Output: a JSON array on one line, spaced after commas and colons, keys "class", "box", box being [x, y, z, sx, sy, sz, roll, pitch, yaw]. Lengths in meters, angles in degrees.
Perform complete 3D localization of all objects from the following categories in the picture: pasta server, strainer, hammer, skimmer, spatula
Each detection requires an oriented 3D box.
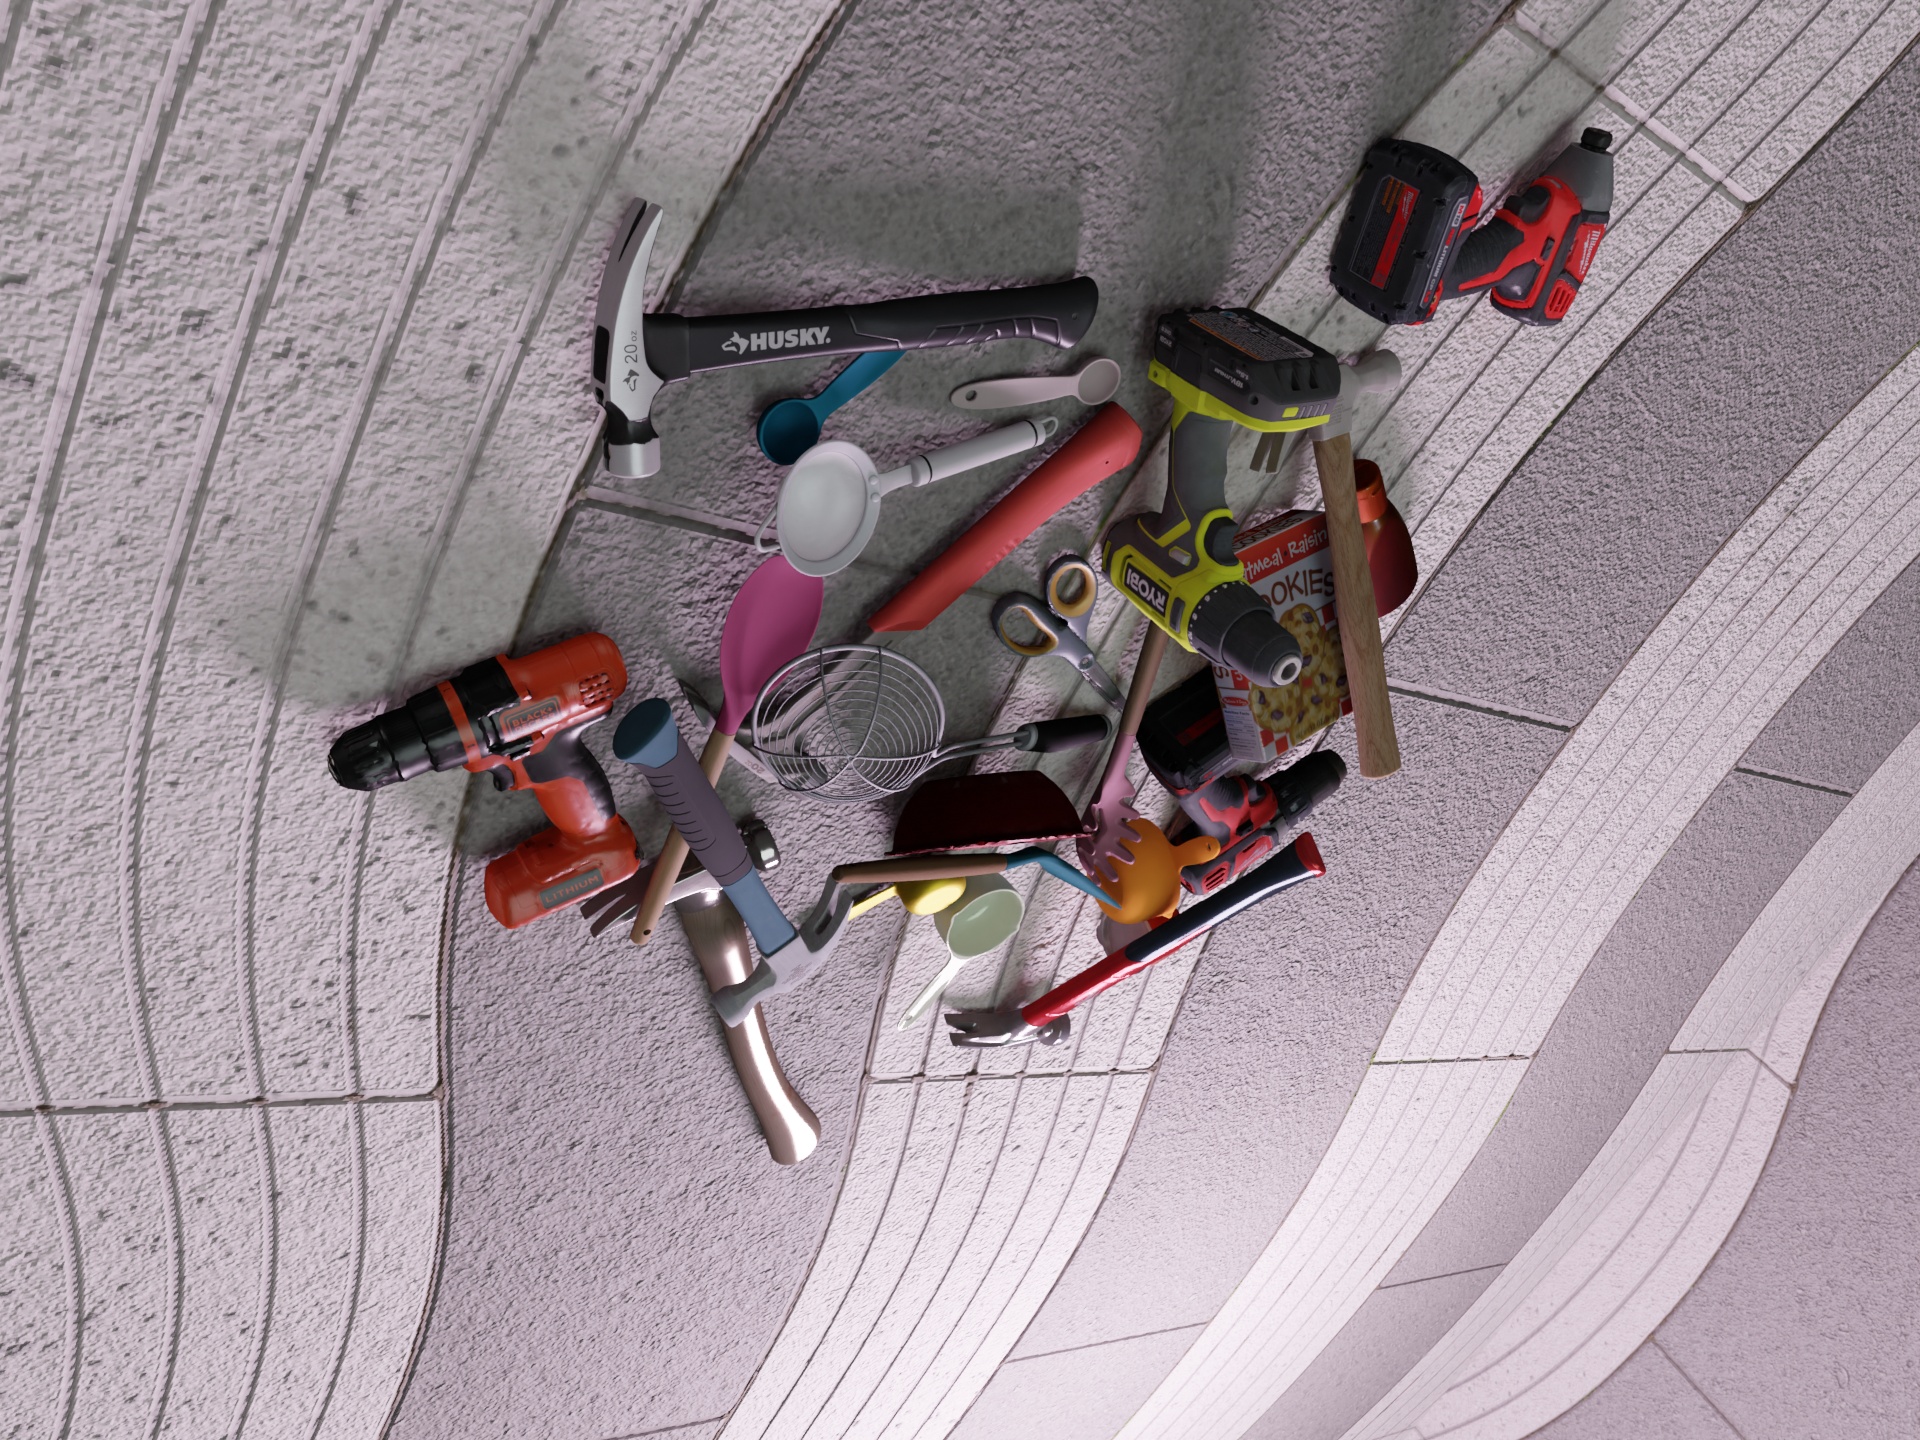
[{"class": "pasta server", "box": [0.147, -0.012, 1.271, 0.060, 0.040, 0.316, -9, 123, -43]}, {"class": "strainer", "box": [-0.035, -0.158, 1.024, 0.258, 0.050, 0.086, -24, 126, -31]}, {"class": "hammer", "box": [0.151, 0.197, 1.371, 0.143, 0.038, 0.386, 8, 144, -42]}, {"class": "hammer", "box": [0.302, -0.109, 1.232, 0.130, 0.031, 0.331, -21, 110, -21]}, {"class": "hammer", "box": [-0.184, 0.248, 1.285, 0.146, 0.038, 0.410, -24, 137, -15]}, {"class": "skimmer", "box": [-0.002, -0.004, 1.160, 0.127, 0.090, 0.363, -53, 157, 25]}, {"class": "spatula", "box": [0.013, 0.124, 1.259, 0.317, 0.082, 0.044, 3, 107, -49]}, {"class": "hammer", "box": [-0.056, -0.238, 0.941, 0.334, 0.035, 0.146, -14, 122, -31]}, {"class": "hammer", "box": [-0.161, 0.097, 1.093, 0.128, 0.033, 0.330, -35, 143, -12]}, {"class": "hammer", "box": [-0.023, -0.095, 1.101, 0.359, 0.037, 0.149, -42, 139, 3]}]

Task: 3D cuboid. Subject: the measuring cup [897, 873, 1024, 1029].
[{"class": "measuring cup", "box": [-0.012, 0.195, 1.364, 0.083, 0.038, 0.167, 18, 115, -44]}]

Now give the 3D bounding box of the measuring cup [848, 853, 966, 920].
[{"class": "measuring cup", "box": [-0.066, 0.157, 1.288, 0.156, 0.029, 0.062, -26, 153, -11]}]

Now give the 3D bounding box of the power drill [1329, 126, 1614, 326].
[{"class": "power drill", "box": [0.381, -0.355, 1.142, 0.219, 0.079, 0.143, -11, 131, -33]}]

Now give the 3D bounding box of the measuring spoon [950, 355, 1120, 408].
[{"class": "measuring spoon", "box": [0.049, -0.224, 1.060, 0.124, 0.018, 0.034, -11, 132, -20]}]

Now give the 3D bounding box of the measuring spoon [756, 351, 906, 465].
[{"class": "measuring spoon", "box": [-0.077, -0.208, 0.982, 0.128, 0.021, 0.042, -42, 135, -11]}]

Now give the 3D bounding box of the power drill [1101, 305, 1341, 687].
[{"class": "power drill", "box": [0.183, -0.150, 1.092, 0.080, 0.191, 0.228, -12, 128, -28]}]

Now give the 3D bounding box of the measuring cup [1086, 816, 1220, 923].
[{"class": "measuring cup", "box": [0.160, 0.124, 1.348, 0.052, 0.095, 0.173, -15, 172, -22]}]

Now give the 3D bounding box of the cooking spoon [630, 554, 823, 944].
[{"class": "cooking spoon", "box": [-0.166, 0.026, 1.064, 0.068, 0.017, 0.318, 3, 123, -40]}]

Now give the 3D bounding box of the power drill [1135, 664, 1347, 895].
[{"class": "power drill", "box": [0.252, 0.043, 1.396, 0.188, 0.080, 0.226, -34, 141, -7]}]
